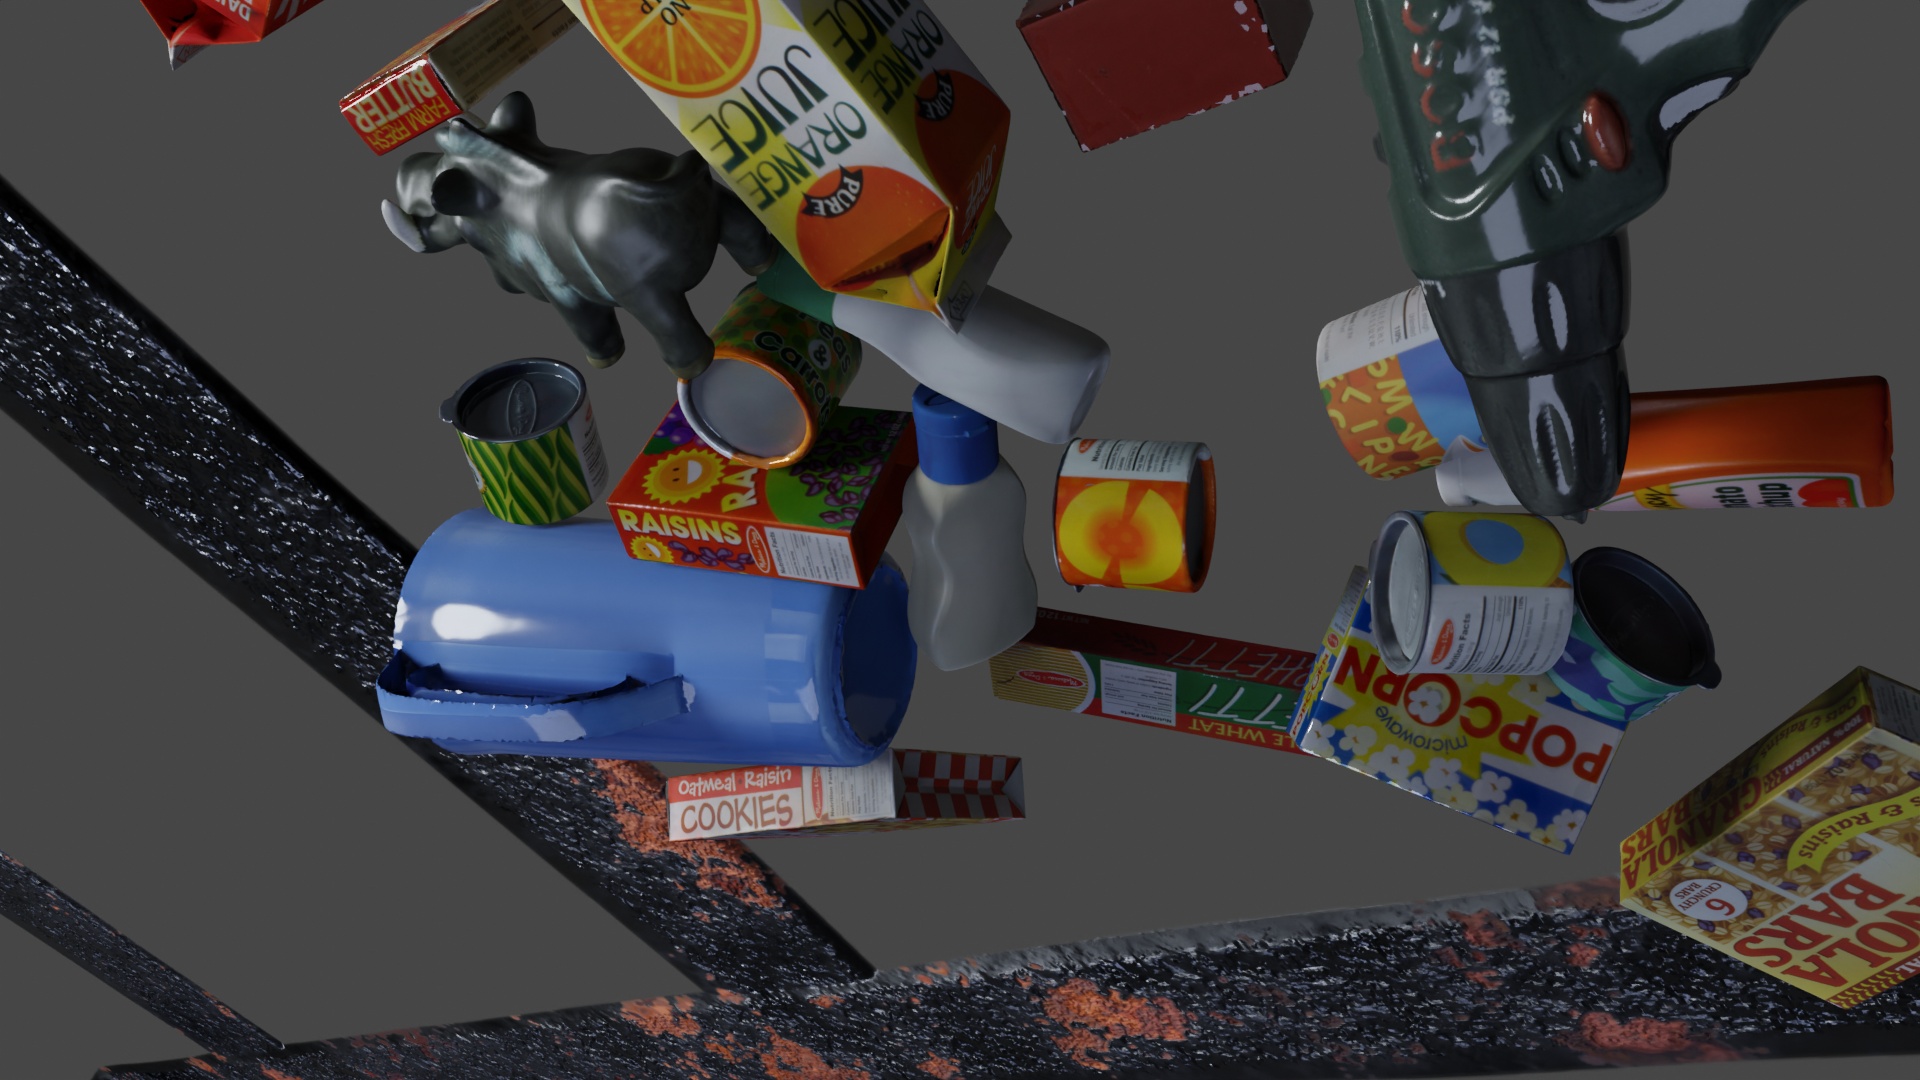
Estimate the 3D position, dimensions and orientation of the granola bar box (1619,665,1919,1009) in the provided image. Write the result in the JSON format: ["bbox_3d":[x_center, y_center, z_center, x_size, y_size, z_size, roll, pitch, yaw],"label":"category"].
[{"bbox_3d":[0.402,0.138,0.624,0.124,0.039,0.164,25,137,1],"label":"granola bar box"}]

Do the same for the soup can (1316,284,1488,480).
[{"bbox_3d":[0.184,-0.062,0.506,0.083,0.072,0.071,-21,121,38],"label":"soup can"}]

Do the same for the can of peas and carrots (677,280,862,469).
[{"bbox_3d":[-0.083,-0.075,0.621,0.071,0.059,0.070,13,136,13],"label":"can of peas and carrots"}]

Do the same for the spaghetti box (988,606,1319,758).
[{"bbox_3d":[0.137,0.076,0.690,0.250,0.029,0.050,9,134,17],"label":"spaghetti box"}]

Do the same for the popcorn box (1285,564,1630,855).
[{"bbox_3d":[0.221,0.073,0.612,0.127,0.038,0.085,21,97,4],"label":"popcorn box"}]

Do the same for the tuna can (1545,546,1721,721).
[{"bbox_3d":[0.270,0.040,0.566,0.071,0.071,0.032,27,138,-3],"label":"tuna can"}]

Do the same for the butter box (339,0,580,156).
[{"bbox_3d":[-0.182,-0.186,0.524,0.053,0.104,0.024,-11,126,33],"label":"butter box"}]

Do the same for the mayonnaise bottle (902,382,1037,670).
[{"bbox_3d":[0.002,-0.008,0.649,0.041,0.065,0.147,43,149,42],"label":"mayonnaise bottle"}]

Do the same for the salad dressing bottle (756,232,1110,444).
[{"bbox_3d":[-0.013,-0.090,0.577,0.148,0.064,0.043,26,124,11],"label":"salad dressing bottle"}]

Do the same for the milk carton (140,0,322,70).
[{"bbox_3d":[-0.259,-0.259,0.511,0.073,0.073,0.189,34,137,-10],"label":"milk carton"}]

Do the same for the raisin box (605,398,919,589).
[{"bbox_3d":[-0.089,-0.026,0.651,0.123,0.086,0.039,7,137,17],"label":"raisin box"}]

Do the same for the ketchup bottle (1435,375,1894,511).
[{"bbox_3d":[0.255,-0.033,0.513,0.148,0.043,0.065,-1,170,35],"label":"ketchup bottle"}]

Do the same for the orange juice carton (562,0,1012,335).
[{"bbox_3d":[-0.050,-0.165,0.508,0.073,0.072,0.192,-24,119,40],"label":"orange juice carton"}]

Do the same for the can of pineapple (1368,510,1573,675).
[{"bbox_3d":[0.203,0.020,0.558,0.058,0.071,0.070,1,135,-3],"label":"can of pineapple"}]

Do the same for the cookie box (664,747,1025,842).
[{"bbox_3d":[-0.067,0.147,0.799,0.167,0.040,0.123,-13,164,33],"label":"cookie box"}]

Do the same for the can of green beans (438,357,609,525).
[{"bbox_3d":[-0.216,-0.050,0.700,0.071,0.071,0.057,11,136,14],"label":"can of green beans"}]

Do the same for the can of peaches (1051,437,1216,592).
[{"bbox_3d":[0.077,-0.009,0.606,0.058,0.071,0.071,3,133,21],"label":"can of peaches"}]
